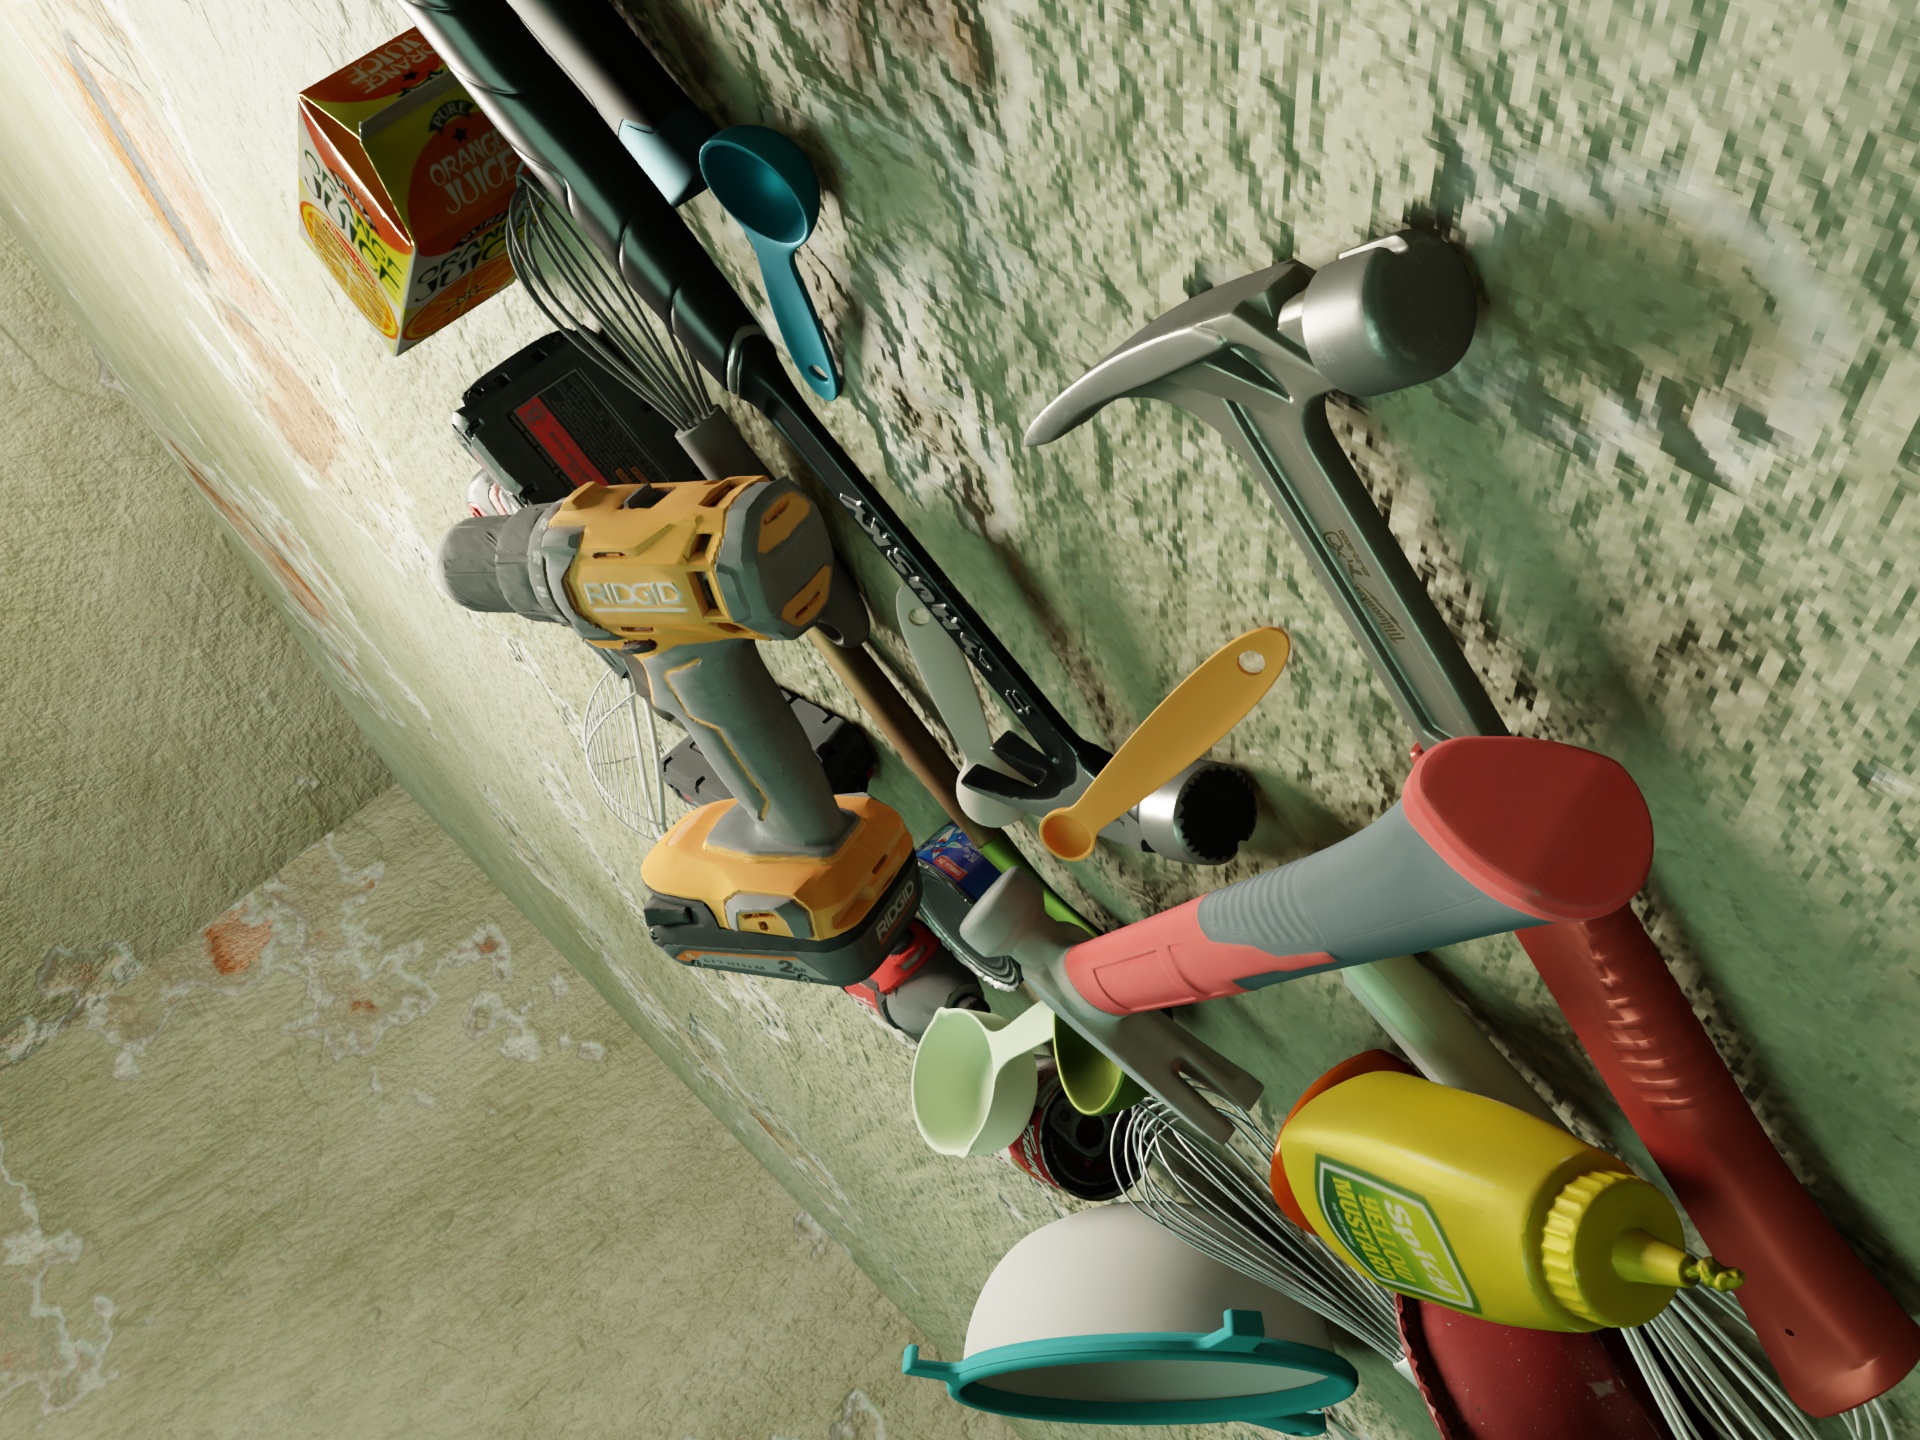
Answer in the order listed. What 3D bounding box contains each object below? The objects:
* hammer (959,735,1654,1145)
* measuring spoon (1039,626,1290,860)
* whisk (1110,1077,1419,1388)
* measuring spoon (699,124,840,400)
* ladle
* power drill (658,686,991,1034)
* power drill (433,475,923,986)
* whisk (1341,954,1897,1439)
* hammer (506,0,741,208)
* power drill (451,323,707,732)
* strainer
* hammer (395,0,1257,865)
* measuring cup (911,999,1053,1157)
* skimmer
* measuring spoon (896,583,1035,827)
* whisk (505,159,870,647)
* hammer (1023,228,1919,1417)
[{"bbox_3d":[0.098,0.078,0.492,0.143,0.038,0.386,40,162,0],"label":"hammer"},{"bbox_3d":[0.064,0.008,0.501,0.021,0.011,0.117,41,126,-2],"label":"measuring spoon"},{"bbox_3d":[0.184,0.268,0.724,0.285,0.070,0.070,41,158,9],"label":"whisk"},{"bbox_3d":[-0.054,-0.153,0.536,0.042,0.021,0.128,29,162,19],"label":"measuring spoon"},{"bbox_3d":[-0.011,0.040,0.722,0.320,0.062,0.078,52,153,1],"label":"ladle"},{"bbox_3d":[-0.064,0.091,0.892,0.143,0.078,0.219,24,151,49],"label":"power drill"},{"bbox_3d":[-0.123,0.001,0.690,0.185,0.084,0.226,2,125,29],"label":"power drill"},{"bbox_3d":[0.199,0.155,0.511,0.246,0.059,0.057,49,-173,12],"label":"whisk"},{"bbox_3d":[-0.187,-0.301,0.521,0.331,0.033,0.128,50,160,-2],"label":"hammer"},{"bbox_3d":[-0.180,-0.085,0.822,0.188,0.080,0.226,50,162,-2],"label":"power drill"},{"bbox_3d":[0.131,0.336,0.888,0.211,0.095,0.340,-18,145,26],"label":"strainer"},{"bbox_3d":[-0.060,-0.105,0.534,0.408,0.036,0.149,50,161,-20],"label":"hammer"},{"bbox_3d":[0.036,0.170,0.822,0.167,0.038,0.083,-42,47,38],"label":"measuring cup"},{"bbox_3d":[-0.110,0.097,1.056,0.363,0.090,0.127,37,155,4],"label":"skimmer"},{"bbox_3d":[-0.001,-0.002,0.660,0.018,0.034,0.124,-80,-29,-56],"label":"measuring spoon"},{"bbox_3d":[-0.104,-0.122,0.649,0.055,0.055,0.238,14,145,57],"label":"whisk"},{"bbox_3d":[0.152,0.045,0.426,0.359,0.037,0.149,55,159,-14],"label":"hammer"}]
